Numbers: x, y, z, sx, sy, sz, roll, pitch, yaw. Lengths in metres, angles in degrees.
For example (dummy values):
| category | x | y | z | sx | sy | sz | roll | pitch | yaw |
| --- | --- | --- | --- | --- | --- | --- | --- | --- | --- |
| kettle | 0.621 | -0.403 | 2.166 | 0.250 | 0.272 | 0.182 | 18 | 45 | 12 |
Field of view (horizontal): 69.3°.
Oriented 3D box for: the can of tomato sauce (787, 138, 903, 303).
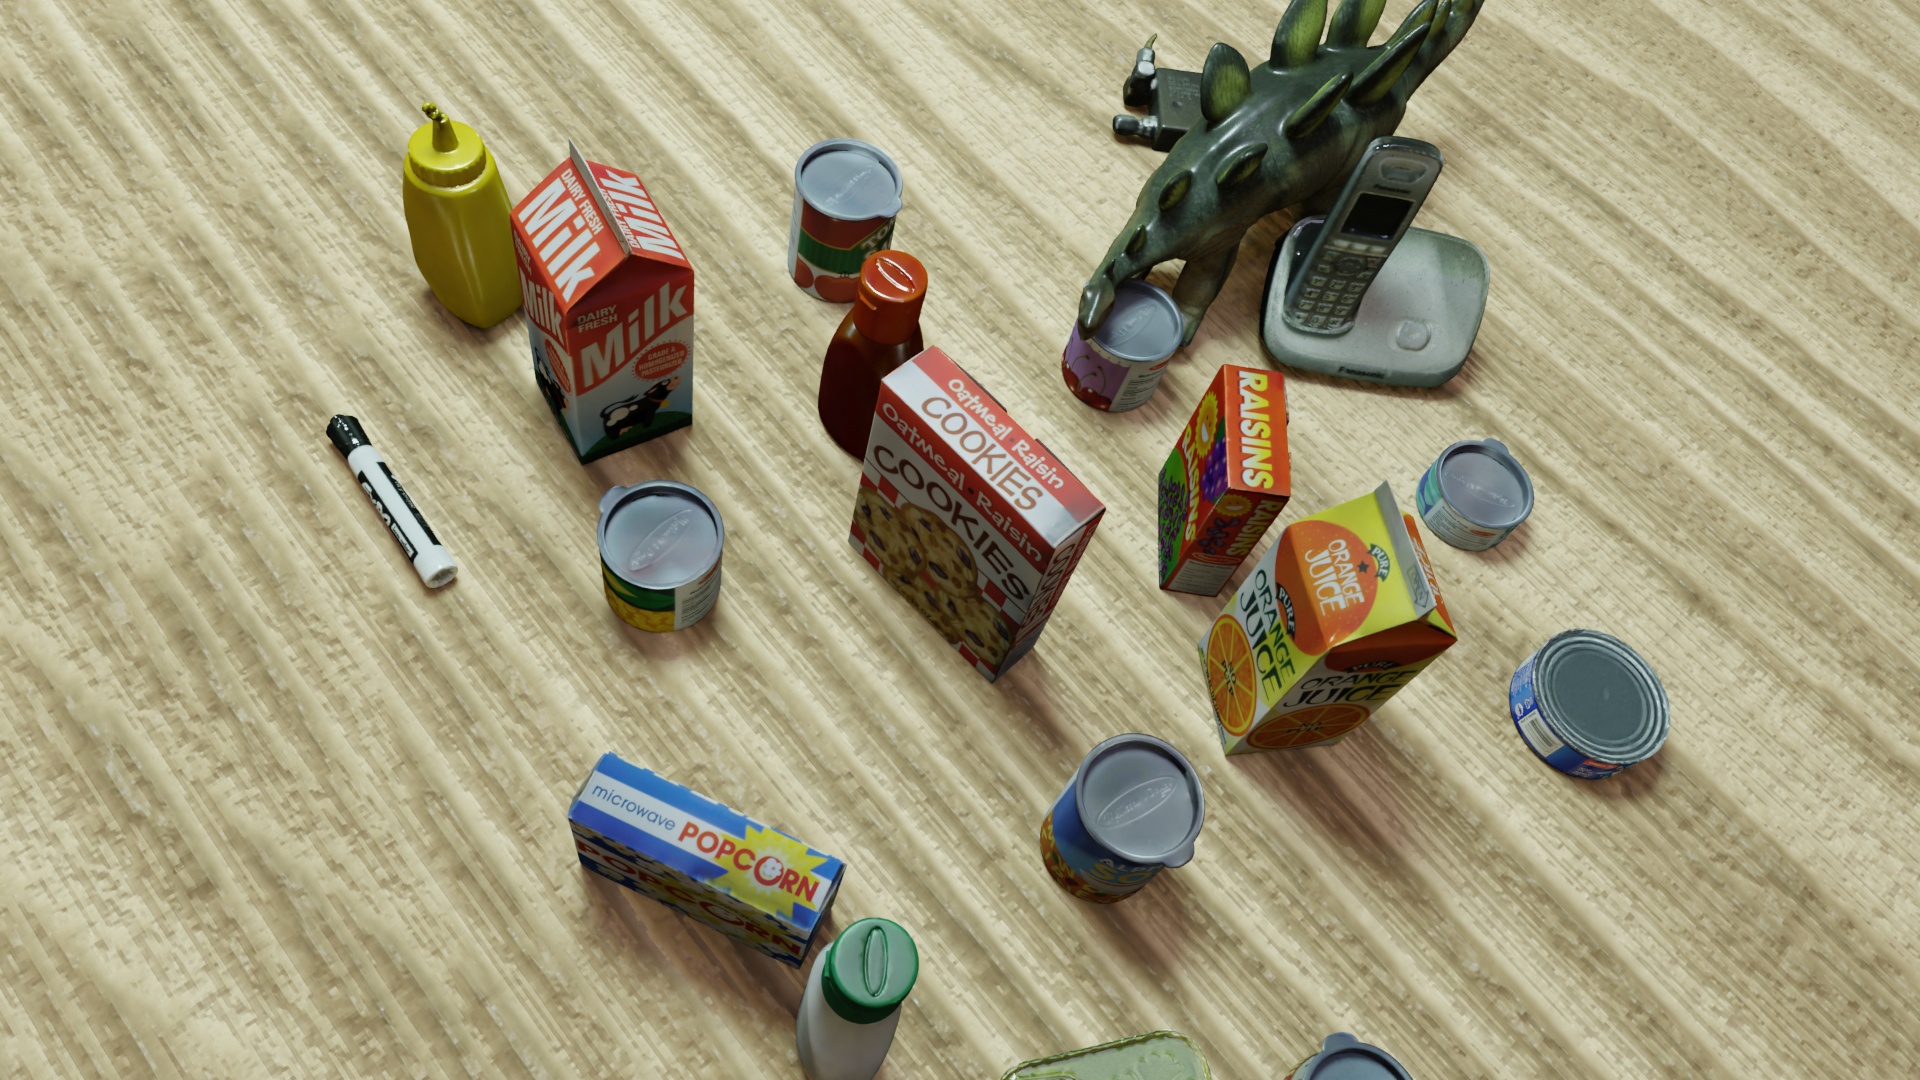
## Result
| category | x | y | z | sx | sy | sz | roll | pitch | yaw |
| --- | --- | --- | --- | --- | --- | --- | --- | --- | --- |
| can of tomato sauce | -0.073 | -0.200 | 0.881 | 0.071 | 0.082 | 0.071 | 5 | 60 | -9 |

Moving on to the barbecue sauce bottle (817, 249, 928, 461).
| category | x | y | z | sx | sy | sz | roll | pitch | yaw |
| --- | --- | --- | --- | --- | --- | --- | --- | --- | --- |
| barbecue sauce bottle | -0.047 | -0.104 | 0.794 | 0.065 | 0.147 | 0.044 | 44 | 62 | 14 |

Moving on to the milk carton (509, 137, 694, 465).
| category | x | y | z | sx | sy | sz | roll | pitch | yaw |
| --- | --- | --- | --- | --- | --- | --- | --- | --- | --- |
| milk carton | -0.192 | -0.128 | 0.754 | 0.074 | 0.189 | 0.072 | -24 | 68 | -22 |

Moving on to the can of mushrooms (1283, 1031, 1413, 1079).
| category | x | y | z | sx | sy | sz | roll | pitch | yaw |
| --- | --- | --- | --- | --- | --- | --- | --- | --- | --- |
| can of mushrooms | 0.193 | 0.283 | 0.690 | 0.071 | 0.033 | 0.071 | 5 | 60 | -9 |

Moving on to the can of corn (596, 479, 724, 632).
| category | x | y | z | sx | sy | sz | roll | pitch | yaw |
| --- | --- | --- | --- | --- | --- | --- | --- | --- | --- |
| can of corn | -0.165 | 0.008 | 0.760 | 0.071 | 0.058 | 0.071 | 5 | 60 | -9 |

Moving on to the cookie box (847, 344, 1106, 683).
| category | x | y | z | sx | sy | sz | roll | pitch | yaw |
| --- | --- | --- | --- | --- | --- | --- | --- | --- | --- |
| cookie box | 0.003 | -0.009 | 0.739 | 0.040 | 0.166 | 0.123 | -38 | 74 | -27 |

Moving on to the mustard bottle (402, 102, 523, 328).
| category | x | y | z | sx | sy | sz | roll | pitch | yaw |
| --- | --- | --- | --- | --- | --- | --- | --- | --- | --- |
| mustard bottle | -0.283 | -0.188 | 0.788 | 0.065 | 0.159 | 0.049 | 38 | 61 | 10 |

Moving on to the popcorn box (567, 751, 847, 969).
| category | x | y | z | sx | sy | sz | roll | pitch | yaw |
| --- | --- | --- | --- | --- | --- | --- | --- | --- | --- |
| popcorn box | -0.123 | 0.155 | 0.669 | 0.127 | 0.084 | 0.038 | 24 | 60 | 3 |

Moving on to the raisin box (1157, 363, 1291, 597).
| category | x | y | z | sx | sy | sz | roll | pitch | yaw |
| --- | --- | --- | --- | --- | --- | --- | --- | --- | --- |
| raisin box | 0.151 | -0.032 | 0.807 | 0.040 | 0.122 | 0.086 | 9 | 60 | -6 |

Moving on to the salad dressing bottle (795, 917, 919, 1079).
| category | x | y | z | sx | sy | sz | roll | pitch | yaw |
| --- | --- | --- | --- | --- | --- | --- | --- | --- | --- |
| salad dressing bottle | -0.047 | 0.204 | 0.620 | 0.044 | 0.147 | 0.064 | 6 | 60 | -8 |

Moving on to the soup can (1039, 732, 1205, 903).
| category | x | y | z | sx | sy | sz | roll | pitch | yaw |
| --- | --- | --- | --- | --- | --- | --- | --- | --- | --- |
| soup can | 0.083 | 0.147 | 0.715 | 0.071 | 0.083 | 0.071 | 5 | 60 | -9 |

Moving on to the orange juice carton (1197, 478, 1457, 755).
| category | x | y | z | sx | sy | sz | roll | pitch | yaw |
| --- | --- | --- | --- | --- | --- | --- | --- | --- | --- |
| orange juice carton | 0.195 | 0.045 | 0.732 | 0.073 | 0.191 | 0.072 | -3 | 62 | -13 |

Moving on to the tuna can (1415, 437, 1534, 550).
| category | x | y | z | sx | sy | sz | roll | pitch | yaw |
| --- | --- | --- | --- | --- | --- | --- | --- | --- | --- |
| tuna can | 0.331 | -0.031 | 0.895 | 0.071 | 0.032 | 0.071 | 5 | 60 | -9 |

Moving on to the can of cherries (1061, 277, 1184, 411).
| category | x | y | z | sx | sy | sz | roll | pitch | yaw |
| --- | --- | --- | --- | --- | --- | --- | --- | --- | --- |
| can of cherries | 0.101 | -0.127 | 0.888 | 0.071 | 0.058 | 0.072 | 5 | 60 | -9 |
